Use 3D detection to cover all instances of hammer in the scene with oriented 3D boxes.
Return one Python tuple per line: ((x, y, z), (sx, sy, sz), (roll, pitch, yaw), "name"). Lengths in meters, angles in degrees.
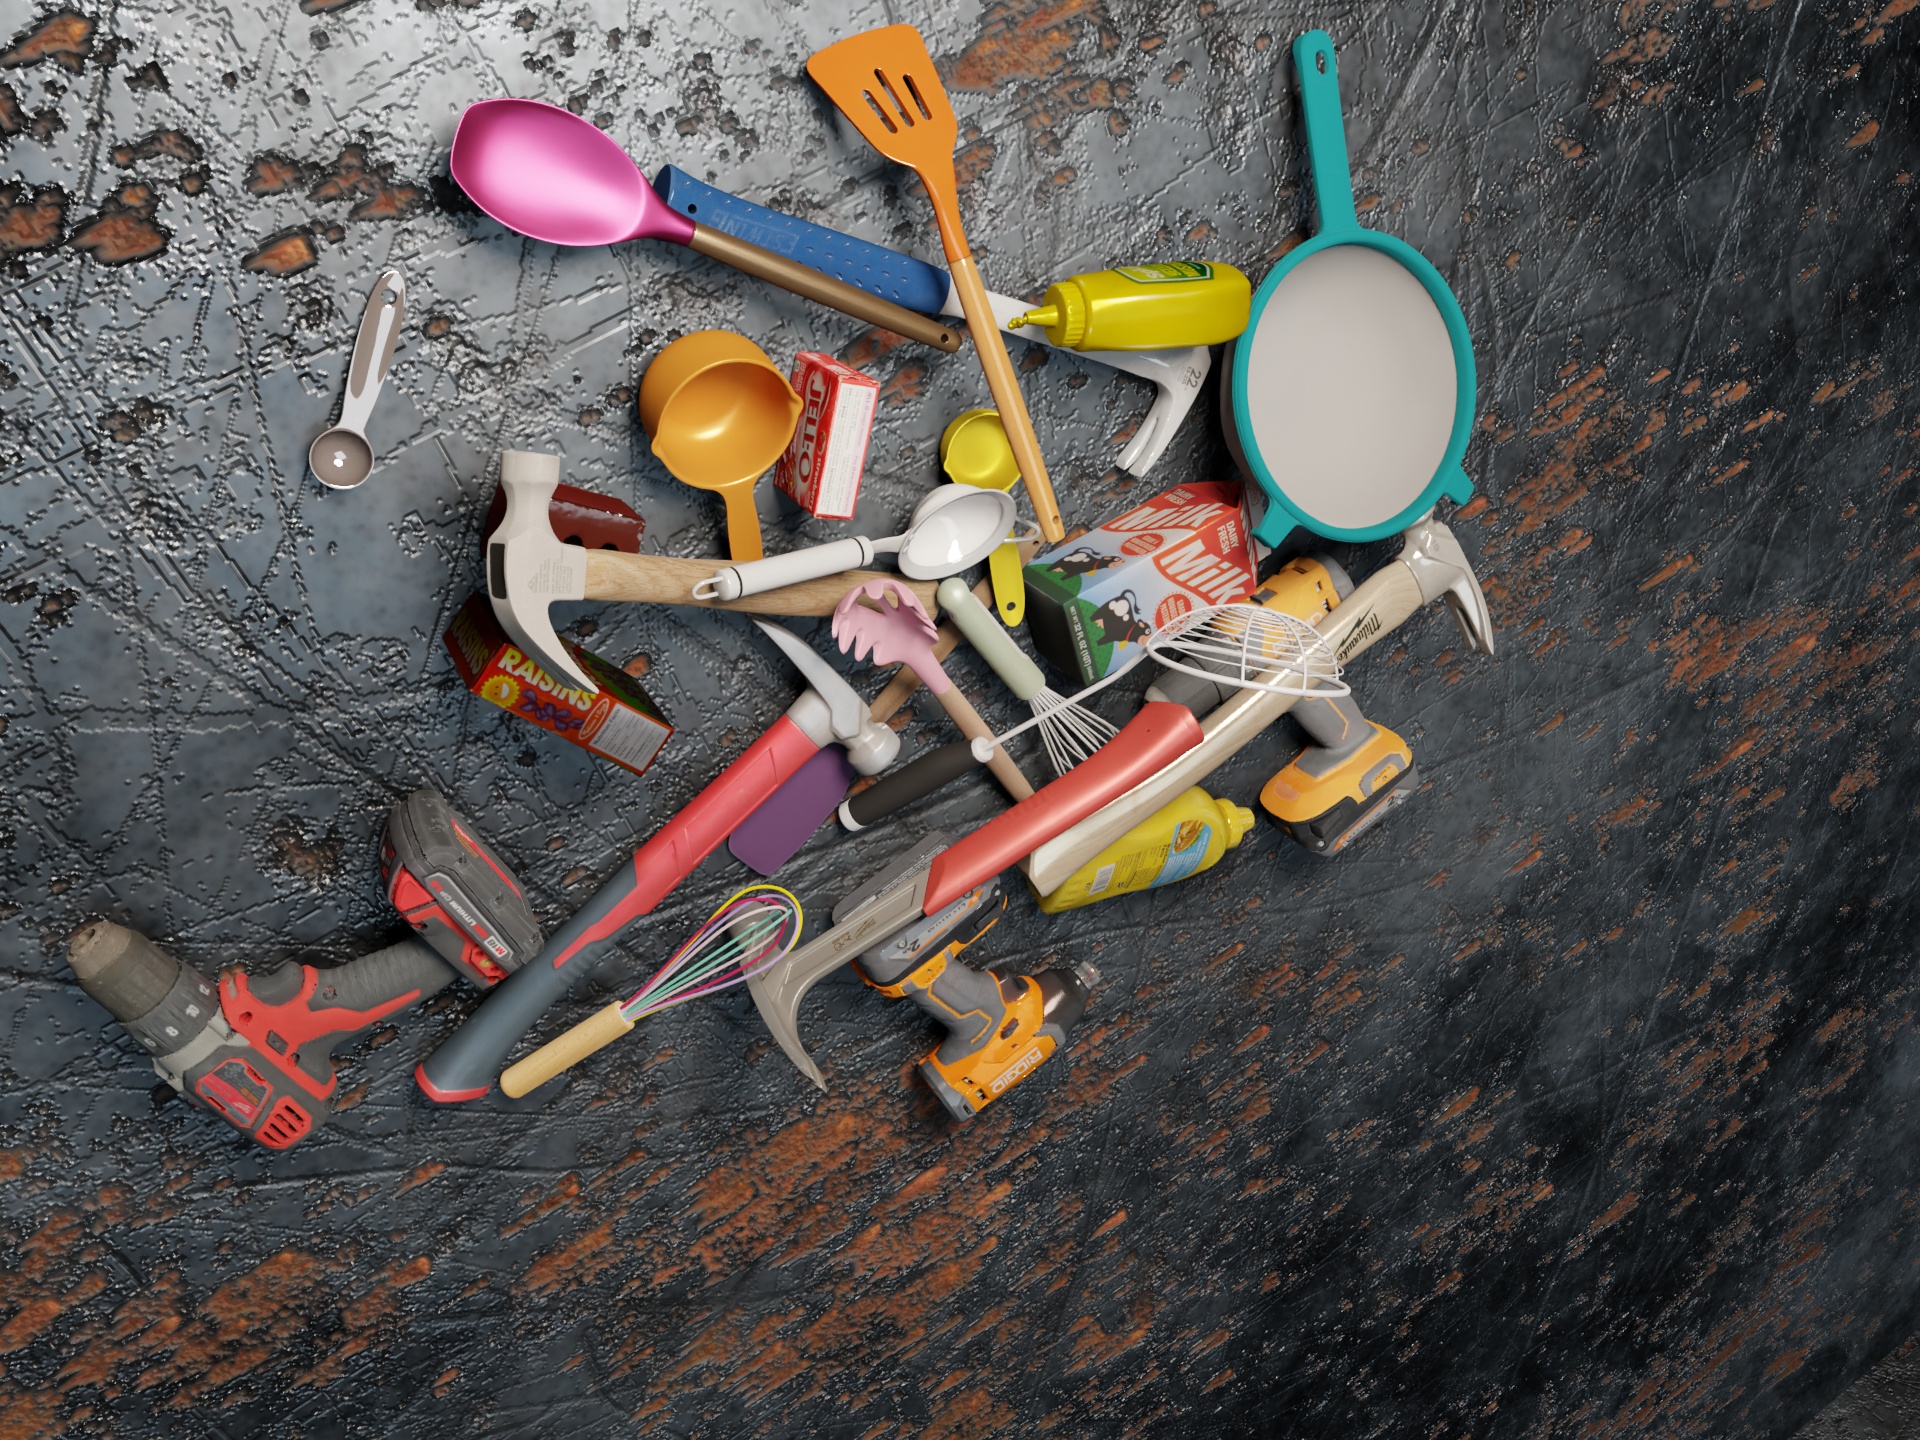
((-0.223, 0.100, 1.055), (0.386, 0.038, 0.143), (-44, 117, -2), "hammer")
((-0.136, -0.080, 0.972), (0.331, 0.031, 0.130), (0, 97, -46), "hammer")
((-0.004, -0.263, 1.011), (0.405, 0.035, 0.144), (9, 108, -32), "hammer")
((0.217, 0.001, 1.177), (0.410, 0.038, 0.146), (-37, 113, -8), "hammer")
((0.015, 0.102, 1.097), (0.359, 0.149, 0.036), (-32, 145, -3), "hammer")

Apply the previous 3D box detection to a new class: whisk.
((0.055, -0.020, 1.139), (0.059, 0.058, 0.246), (-42, 129, 0), "whisk")
((-0.211, 0.185, 1.080), (0.245, 0.051, 0.047), (-32, 107, 7), "whisk")

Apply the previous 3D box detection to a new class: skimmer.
((0.075, 0.020, 1.054), (0.363, 0.090, 0.127), (-28, 174, 26), "skimmer")

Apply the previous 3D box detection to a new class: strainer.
((0.244, -0.294, 1.113), (0.211, 0.095, 0.340), (-14, 101, -25), "strainer")
((-0.058, -0.110, 0.995), (0.258, 0.050, 0.086), (-19, 154, -37), "strainer")

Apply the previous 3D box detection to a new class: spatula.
((0.003, -0.257, 0.971), (0.081, 0.041, 0.322), (-32, 114, -26), "spatula")
((-0.048, -0.019, 1.113), (0.316, 0.018, 0.059), (-48, 122, 0), "spatula")

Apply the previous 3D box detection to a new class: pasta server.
((-0.002, -0.004, 1.097), (0.060, 0.040, 0.315), (-21, 141, 13), "pasta server")

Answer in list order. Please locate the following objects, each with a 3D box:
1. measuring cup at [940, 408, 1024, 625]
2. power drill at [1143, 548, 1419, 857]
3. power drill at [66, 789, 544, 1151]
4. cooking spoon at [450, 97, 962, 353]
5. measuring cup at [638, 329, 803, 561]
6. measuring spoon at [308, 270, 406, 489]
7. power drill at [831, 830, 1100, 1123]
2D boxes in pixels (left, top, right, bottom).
((0.022, -0.138, 1.085), (0.062, 0.029, 0.156), (-17, 120, -12), "measuring cup")
((0.253, 0.003, 1.256), (0.185, 0.084, 0.226), (-36, 121, -9), "power drill")
((-0.392, 0.141, 0.964), (0.226, 0.080, 0.187), (-36, 125, -6), "power drill")
((-0.131, -0.267, 0.904), (0.318, 0.017, 0.069), (14, 95, -33), "cooking spoon")
((-0.146, -0.160, 0.977), (0.095, 0.052, 0.173), (-21, 141, -17), "measuring cup")
((-0.331, -0.189, 0.880), (0.034, 0.018, 0.124), (15, 98, -33), "measuring spoon")
((0.014, 0.191, 1.212), (0.164, 0.084, 0.226), (-36, 129, -10), "power drill")
